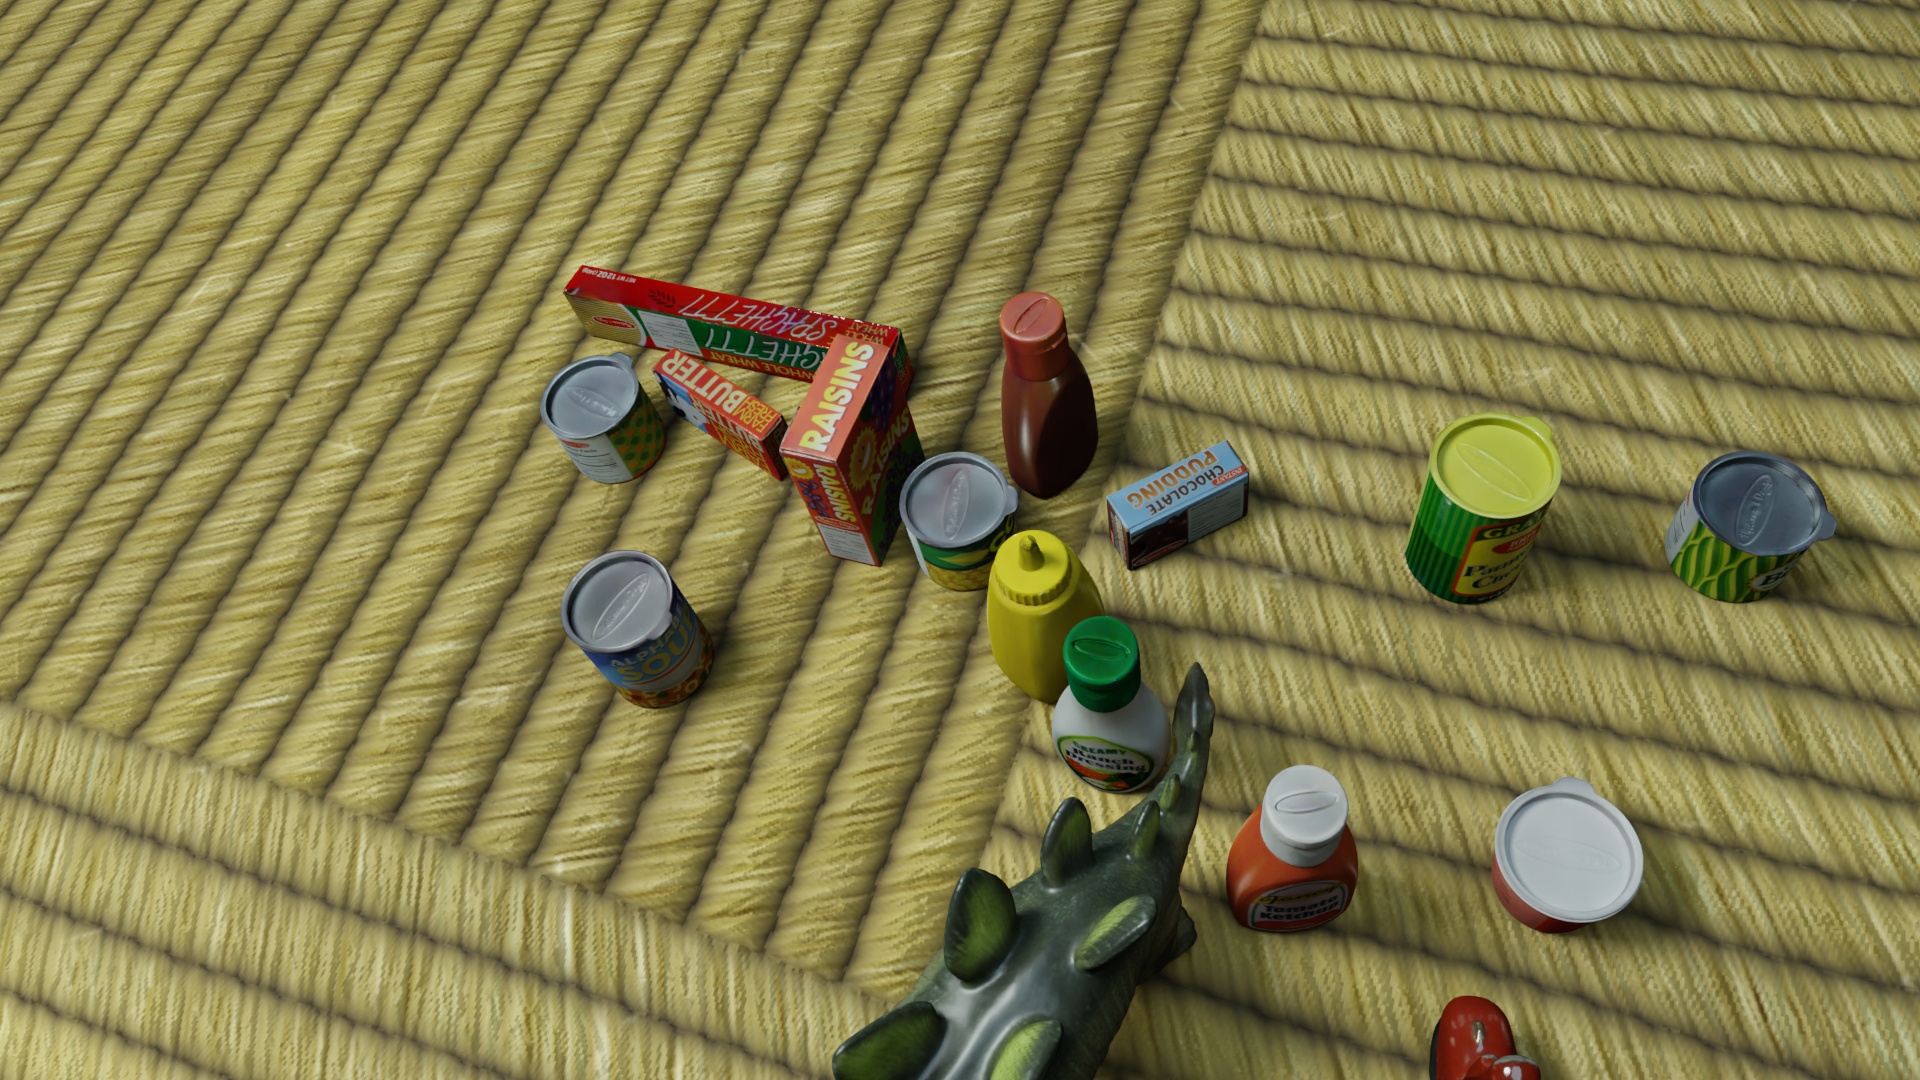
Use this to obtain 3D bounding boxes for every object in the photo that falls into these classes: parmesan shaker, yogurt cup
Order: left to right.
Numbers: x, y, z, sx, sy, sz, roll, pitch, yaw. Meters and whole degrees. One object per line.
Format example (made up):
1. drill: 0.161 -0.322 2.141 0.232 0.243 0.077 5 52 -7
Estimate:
1. parmesan shaker: 0.291 -0.017 0.774 0.071 0.102 0.071 -4 60 7
2. yogurt cup: 0.299 0.163 0.696 0.072 0.053 0.073 -4 60 7

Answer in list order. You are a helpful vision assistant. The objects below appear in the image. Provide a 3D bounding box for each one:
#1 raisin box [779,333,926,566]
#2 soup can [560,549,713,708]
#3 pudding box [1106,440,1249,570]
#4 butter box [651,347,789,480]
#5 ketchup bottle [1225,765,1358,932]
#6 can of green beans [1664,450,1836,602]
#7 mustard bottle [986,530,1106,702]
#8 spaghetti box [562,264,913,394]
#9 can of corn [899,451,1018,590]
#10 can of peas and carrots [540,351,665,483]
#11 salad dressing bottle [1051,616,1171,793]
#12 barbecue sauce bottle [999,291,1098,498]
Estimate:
1. raisin box: -0.062 -0.052 0.841 0.040 0.123 0.086 15 64 17
2. soup can: -0.187 0.055 0.822 0.071 0.083 0.071 -4 60 7
3. pudding box: 0.131 -0.021 0.834 0.084 0.049 0.030 -26 59 -6
4. butter box: -0.154 -0.083 0.916 0.103 0.053 0.024 32 70 24
5. ketchup bottle: 0.162 0.150 0.671 0.065 0.148 0.044 -10 59 4
6. can of green beans: 0.434 -0.007 0.771 0.071 0.057 0.071 -4 60 7
7. mustard bottle: 0.044 0.033 0.752 0.065 0.159 0.049 -43 63 -15
8. spaghetti box: -0.152 -0.142 0.952 0.250 0.050 0.029 14 64 17
9. can of corn: 0.003 -0.011 0.844 0.071 0.058 0.071 -4 60 7
10. can of peas and carrots: -0.235 -0.082 0.925 0.071 0.058 0.071 -4 60 7
11. salad dressing bottle: 0.077 0.087 0.723 0.064 0.147 0.044 11 63 15
12. barbecue sauce bottle: 0.050 -0.088 0.829 0.044 0.148 0.065 34 71 25
